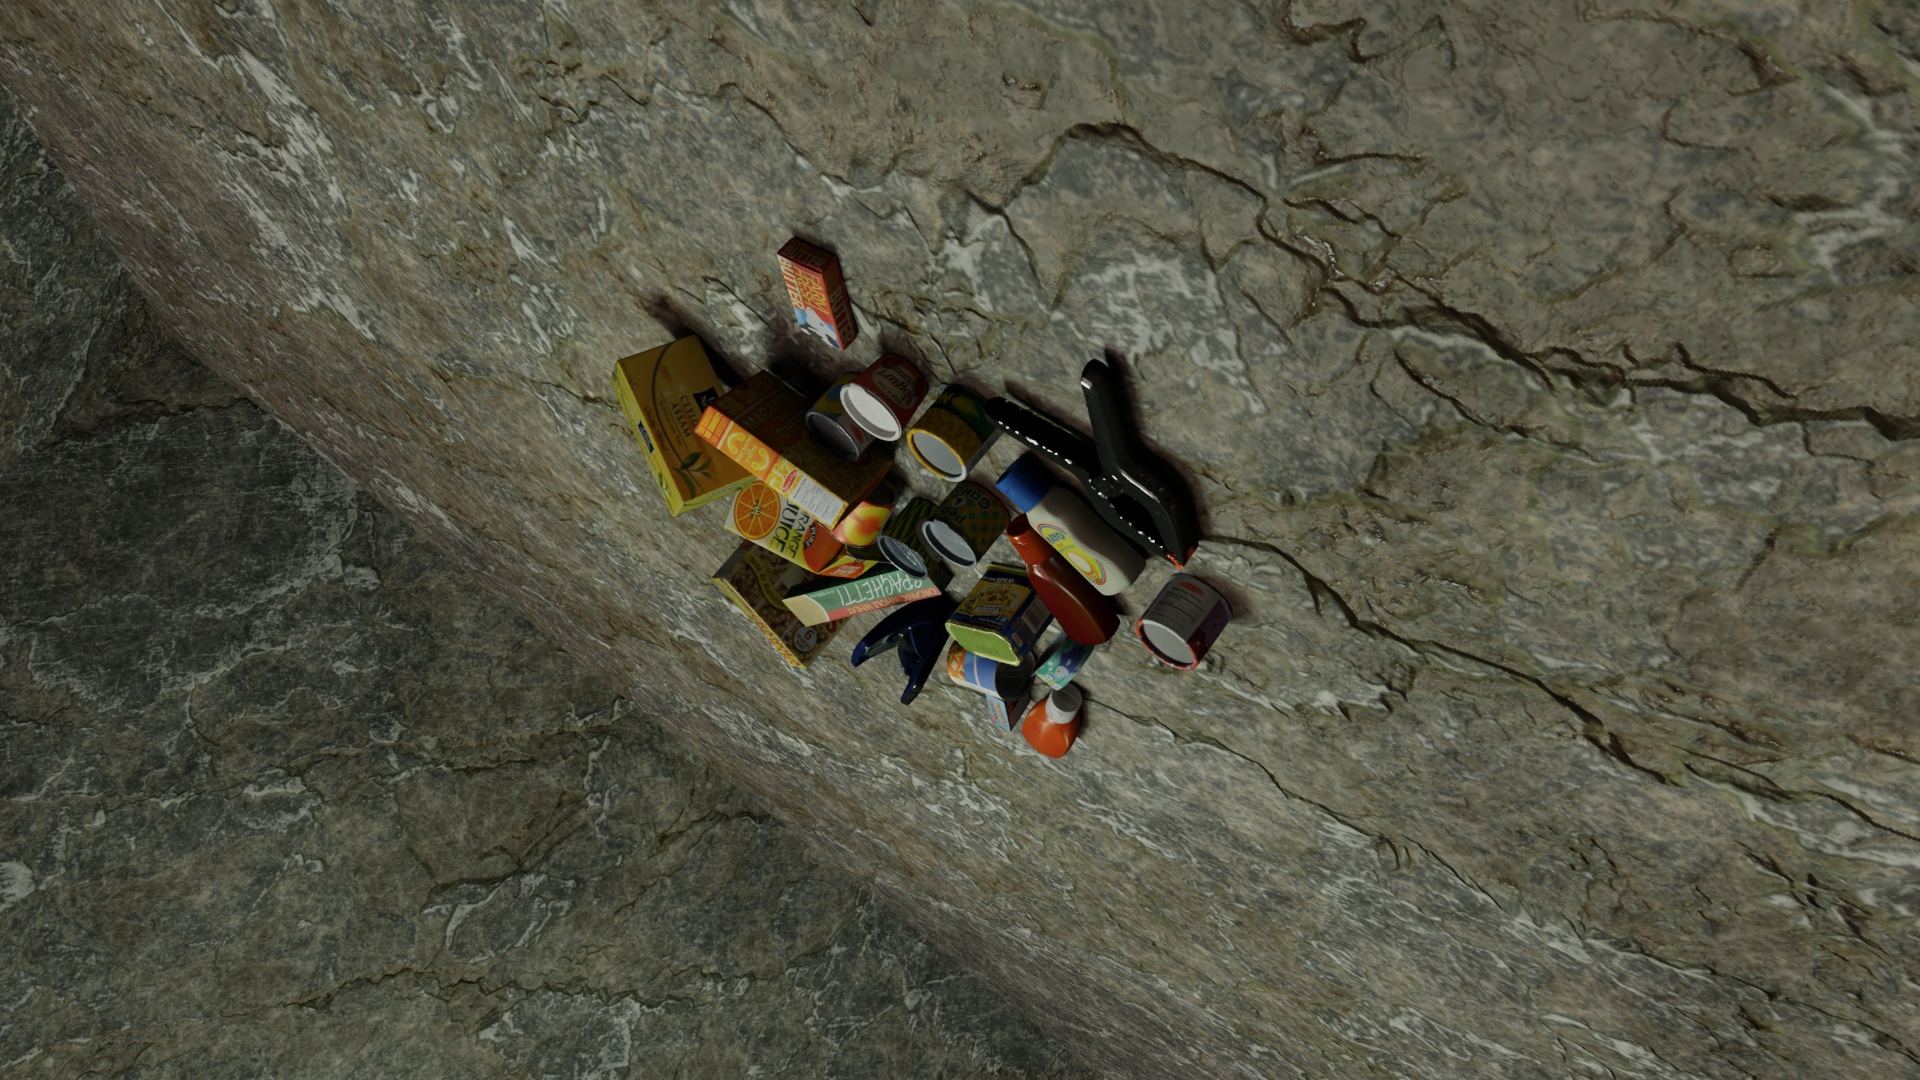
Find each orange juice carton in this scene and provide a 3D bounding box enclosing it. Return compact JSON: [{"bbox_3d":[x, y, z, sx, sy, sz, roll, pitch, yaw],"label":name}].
[{"bbox_3d":[-0.168,-0.011,1.570,0.193,0.073,0.072,24,-173,32],"label":"orange juice carton"}]

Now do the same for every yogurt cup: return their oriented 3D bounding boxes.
[{"bbox_3d":[-0.067,-0.132,1.260,0.072,0.054,0.072,32,156,17],"label":"yogurt cup"}]

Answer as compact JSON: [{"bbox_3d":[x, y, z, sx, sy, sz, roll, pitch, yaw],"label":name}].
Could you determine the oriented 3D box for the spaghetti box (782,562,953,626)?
[{"bbox_3d":[-0.113,0.057,1.619,0.249,0.029,0.050,-15,124,44],"label":"spaghetti box"}]

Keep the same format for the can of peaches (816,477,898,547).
[{"bbox_3d":[-0.107,-0.035,1.450,0.071,0.071,0.057,36,121,8],"label":"can of peaches"}]

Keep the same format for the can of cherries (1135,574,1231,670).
[{"bbox_3d":[0.198,0.075,1.235,0.071,0.058,0.071,32,155,17],"label":"can of cherries"}]

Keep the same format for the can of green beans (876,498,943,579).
[{"bbox_3d":[-0.044,-0.002,1.454,0.071,0.058,0.071,32,155,17],"label":"can of green beans"}]

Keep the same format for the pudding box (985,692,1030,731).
[{"bbox_3d":[0.057,0.185,1.652,0.030,0.050,0.083,27,154,23],"label":"pudding box"}]

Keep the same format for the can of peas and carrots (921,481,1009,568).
[{"bbox_3d":[0.005,-0.017,1.355,0.071,0.059,0.070,32,155,17],"label":"can of peas and carrots"}]

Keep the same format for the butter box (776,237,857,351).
[{"bbox_3d":[-0.126,-0.217,1.232,0.053,0.024,0.103,29,155,24],"label":"butter box"}]

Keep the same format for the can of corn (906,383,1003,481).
[{"bbox_3d":[-0.007,-0.096,1.231,0.071,0.058,0.071,32,155,17],"label":"can of corn"}]

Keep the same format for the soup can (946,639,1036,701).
[{"bbox_3d":[0.036,0.140,1.587,0.084,0.071,0.071,13,145,47],"label":"soup can"}]

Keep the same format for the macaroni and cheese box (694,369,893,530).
[{"bbox_3d":[-0.162,-0.094,1.378,0.166,0.124,0.040,36,119,2],"label":"macaroni and cheese box"}]

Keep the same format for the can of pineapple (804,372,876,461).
[{"bbox_3d":[-0.108,-0.119,1.338,0.071,0.058,0.070,32,155,17],"label":"can of pineapple"}]

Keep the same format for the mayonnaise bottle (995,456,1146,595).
[{"bbox_3d":[0.097,-0.013,1.248,0.148,0.041,0.064,42,158,-8],"label":"mayonnaise bottle"}]

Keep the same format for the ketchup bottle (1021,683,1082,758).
[{"bbox_3d":[0.111,0.208,1.622,0.065,0.044,0.148,34,156,10],"label":"ketchup bottle"}]

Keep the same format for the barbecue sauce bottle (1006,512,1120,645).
[{"bbox_3d":[0.095,0.037,1.338,0.065,0.044,0.148,7,140,51],"label":"barbecue sauce bottle"}]

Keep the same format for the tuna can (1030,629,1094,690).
[{"bbox_3d":[0.106,0.123,1.441,0.033,0.071,0.071,39,156,-2],"label":"tuna can"}]

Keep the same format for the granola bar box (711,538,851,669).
[{"bbox_3d":[-0.211,0.059,1.726,0.039,0.125,0.165,4,138,53],"label":"granola bar box"}]
